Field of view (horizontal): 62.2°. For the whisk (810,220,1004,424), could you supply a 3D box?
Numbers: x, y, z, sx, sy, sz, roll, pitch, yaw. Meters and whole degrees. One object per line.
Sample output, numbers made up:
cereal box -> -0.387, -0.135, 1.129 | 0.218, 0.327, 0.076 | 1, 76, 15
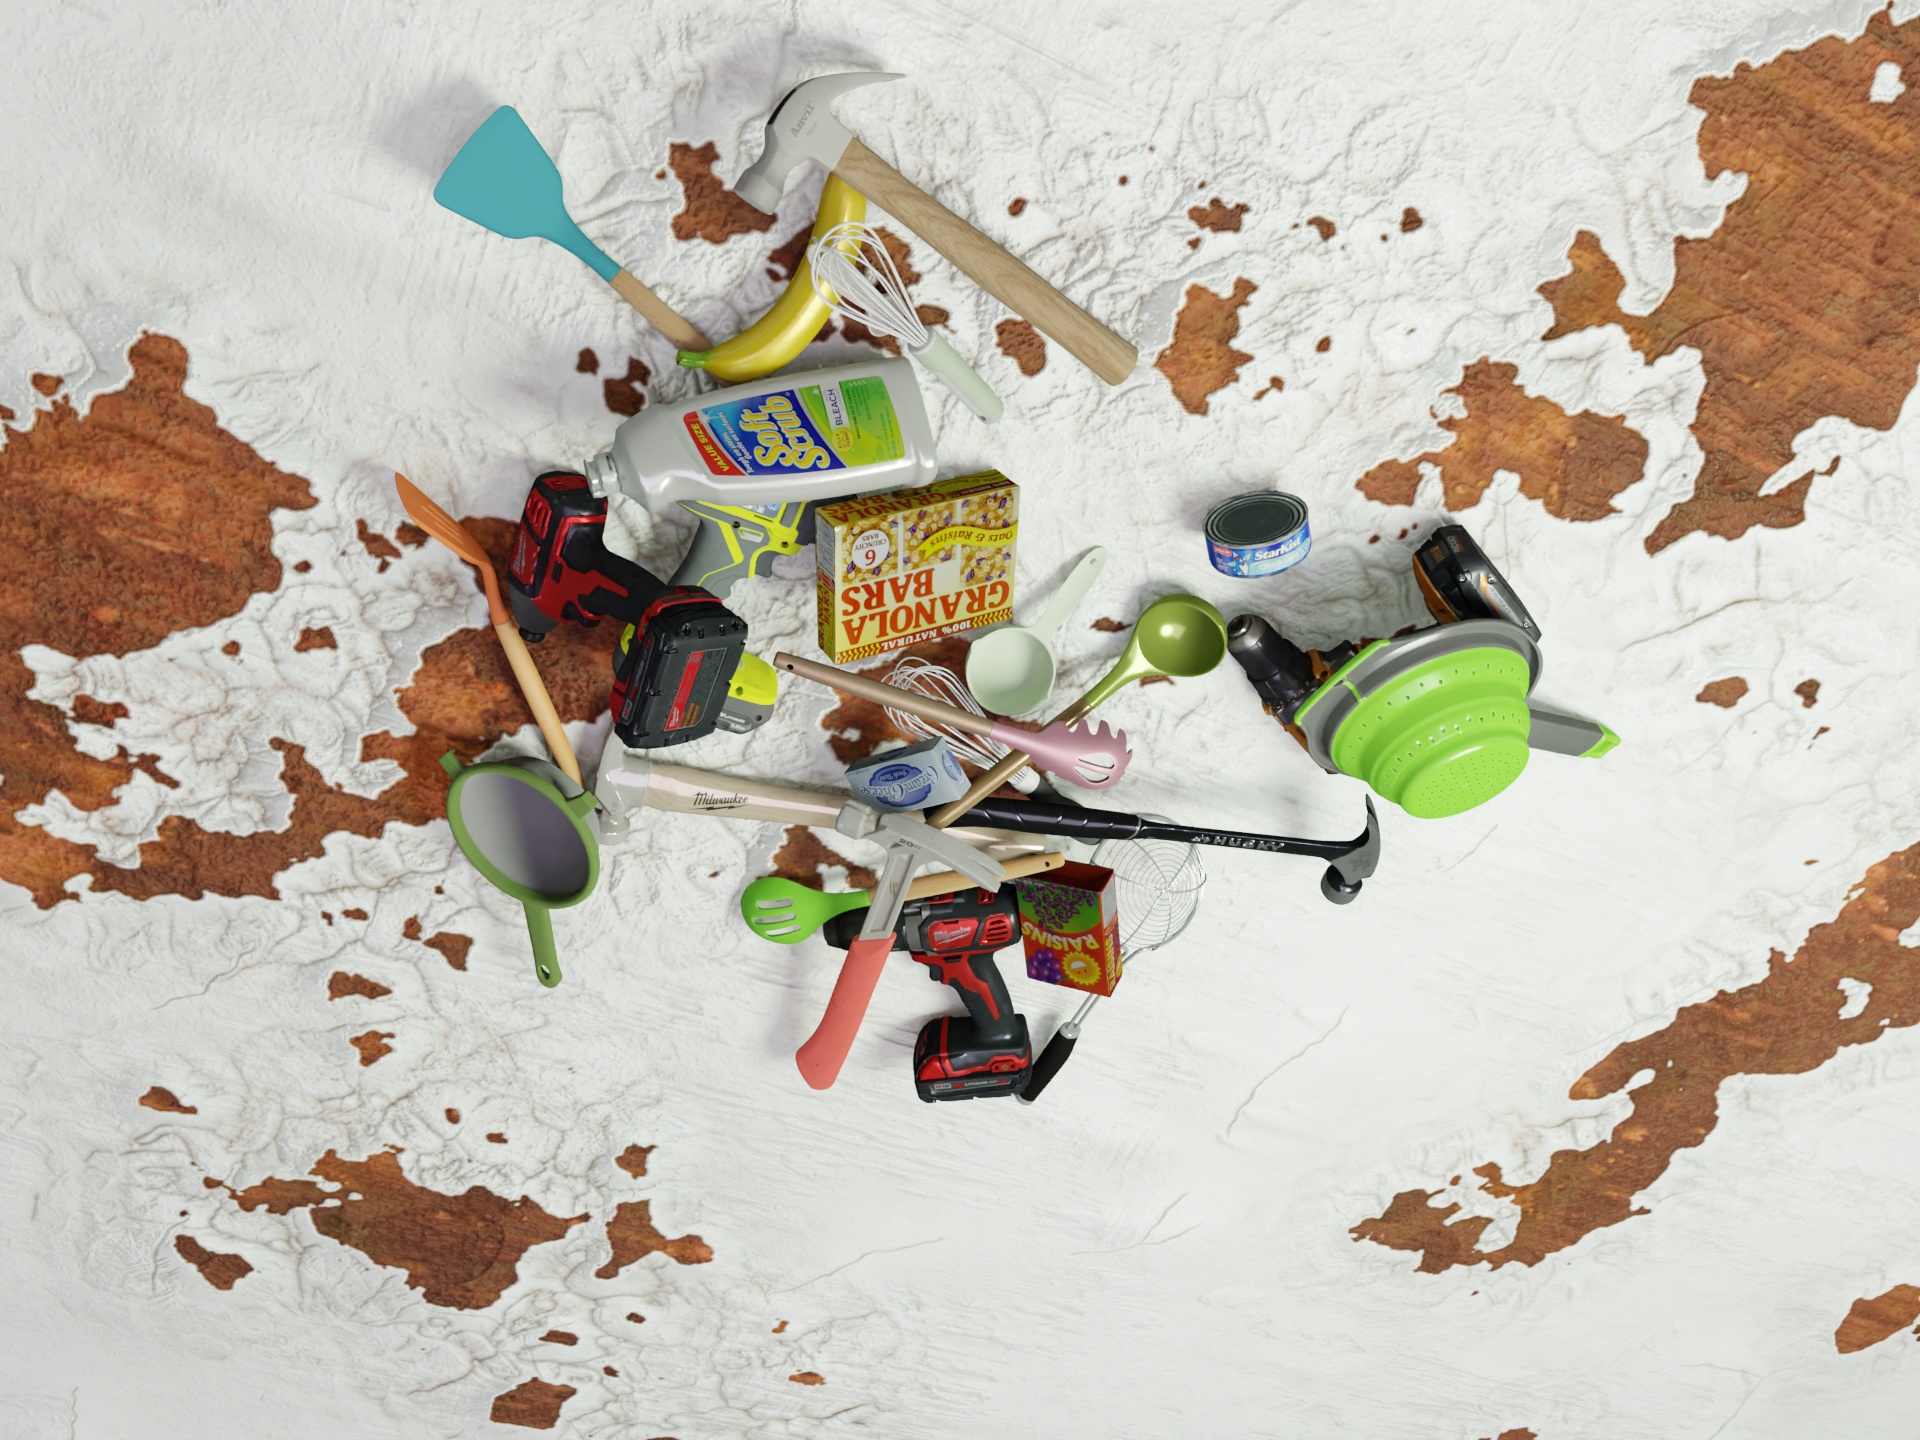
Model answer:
whisk -> -0.033, -0.279, 1.153 | 0.059, 0.058, 0.246 | -55, 144, 1

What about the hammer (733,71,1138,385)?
hammer -> 0.005, -0.346, 1.154 | 0.331, 0.031, 0.130 | 29, 96, -29

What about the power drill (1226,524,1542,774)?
power drill -> 0.354, -0.071, 1.366 | 0.226, 0.084, 0.185 | -36, 119, 21

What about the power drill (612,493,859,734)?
power drill -> -0.176, -0.108, 1.278 | 0.171, 0.080, 0.223 | 18, 115, -17

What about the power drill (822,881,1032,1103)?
power drill -> -0.024, 0.257, 1.529 | 0.188, 0.080, 0.226 | -6, 119, 5

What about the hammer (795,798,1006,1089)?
hammer -> -0.079, 0.225, 1.447 | 0.149, 0.037, 0.358 | 24, 130, 4

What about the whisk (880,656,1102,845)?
whisk -> 0.037, 0.035, 1.408 | 0.070, 0.070, 0.284 | -40, 123, 18

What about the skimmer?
skimmer -> 0.127, 0.245, 1.567 | 0.127, 0.090, 0.363 | 8, 132, -24

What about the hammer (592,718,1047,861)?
hammer -> -0.117, 0.074, 1.424 | 0.410, 0.038, 0.146 | 10, 119, -14

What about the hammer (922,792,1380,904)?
hammer -> 0.169, 0.096, 1.402 | 0.409, 0.036, 0.149 | 6, 147, -2

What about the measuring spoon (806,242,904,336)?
measuring spoon -> -0.080, -0.317, 1.155 | 0.034, 0.018, 0.124 | -49, 151, 8

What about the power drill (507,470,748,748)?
power drill -> -0.269, -0.080, 1.215 | 0.078, 0.220, 0.143 | -11, 133, -49

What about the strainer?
strainer -> -0.363, 0.126, 1.400 | 0.151, 0.069, 0.256 | 15, 129, 17

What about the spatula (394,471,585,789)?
spatula -> -0.375, -0.060, 1.300 | 0.041, 0.081, 0.322 | -23, 129, -11

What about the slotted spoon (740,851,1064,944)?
slotted spoon -> -0.058, 0.154, 1.446 | 0.314, 0.031, 0.070 | -12, 107, 14

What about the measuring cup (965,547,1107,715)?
measuring cup -> 0.068, -0.080, 1.352 | 0.083, 0.038, 0.167 | 36, 95, -12

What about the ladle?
ladle -> 0.091, 0.005, 1.354 | 0.320, 0.062, 0.078 | -38, 108, 1

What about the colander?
colander -> 0.463, 0.026, 1.359 | 0.396, 0.095, 0.204 | 9, 137, -36

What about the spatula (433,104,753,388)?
spatula -> -0.232, -0.305, 1.162 | 0.317, 0.044, 0.082 | 39, 92, -28

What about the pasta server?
pasta server -> -0.002, -0.004, 1.306 | 0.316, 0.040, 0.060 | 18, 110, -12
